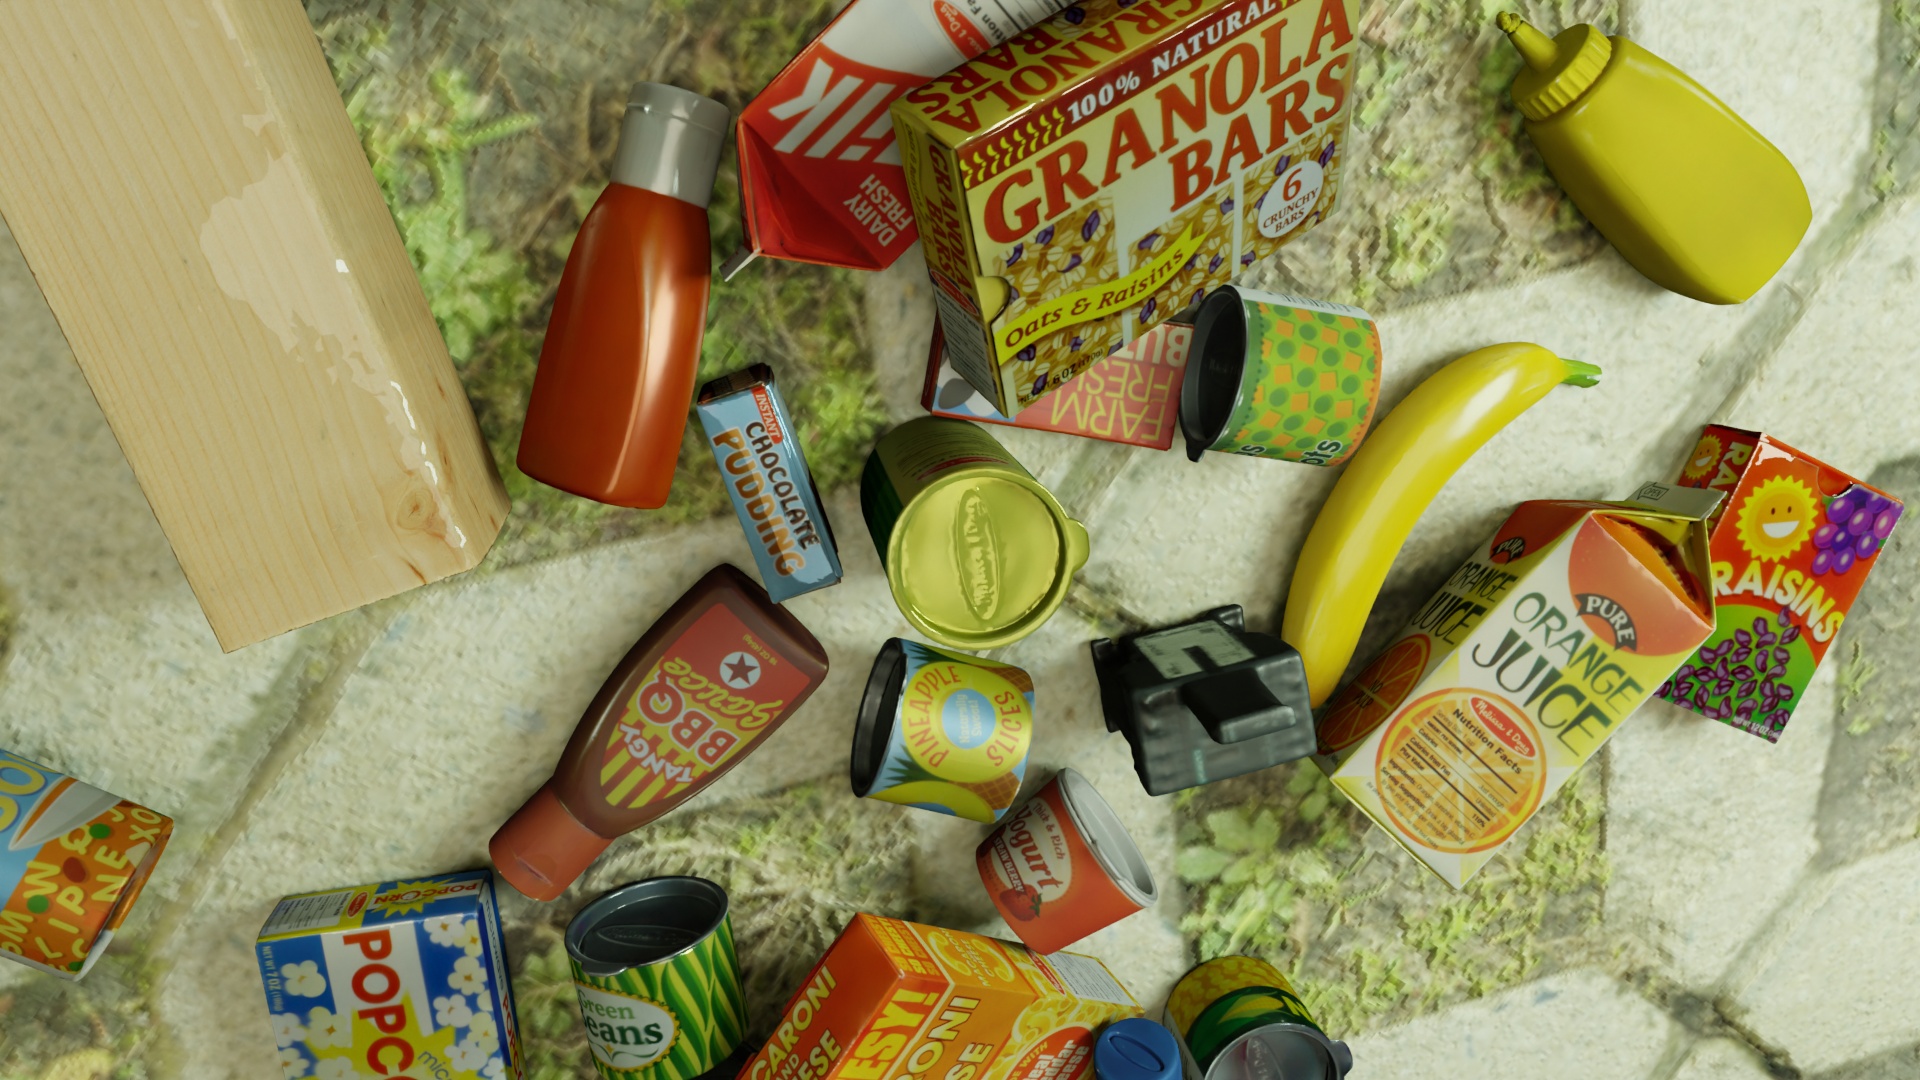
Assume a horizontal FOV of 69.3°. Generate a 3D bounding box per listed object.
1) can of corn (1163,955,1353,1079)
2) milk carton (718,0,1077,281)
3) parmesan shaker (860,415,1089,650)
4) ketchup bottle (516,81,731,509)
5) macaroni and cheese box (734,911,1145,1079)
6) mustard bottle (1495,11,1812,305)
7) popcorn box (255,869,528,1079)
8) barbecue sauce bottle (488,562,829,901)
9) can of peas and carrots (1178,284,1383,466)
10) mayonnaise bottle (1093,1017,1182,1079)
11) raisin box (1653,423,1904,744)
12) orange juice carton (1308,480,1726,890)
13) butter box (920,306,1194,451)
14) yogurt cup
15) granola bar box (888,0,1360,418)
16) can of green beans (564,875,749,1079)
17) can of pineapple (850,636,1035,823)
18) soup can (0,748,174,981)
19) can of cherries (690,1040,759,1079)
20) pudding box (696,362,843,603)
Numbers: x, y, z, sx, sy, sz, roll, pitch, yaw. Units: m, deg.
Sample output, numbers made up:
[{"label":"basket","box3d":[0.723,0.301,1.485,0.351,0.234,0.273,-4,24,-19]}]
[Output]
[{"label":"can of corn","box3d":[0.134,0.232,0.634,0.071,0.058,0.071,-2,105,-9]},{"label":"milk carton","box3d":[-0.018,-0.162,0.499,0.190,0.072,0.073,-44,107,2]},{"label":"parmesan shaker","box3d":[0.002,-0.007,0.526,0.071,0.103,0.071,-2,105,-9]},{"label":"ketchup bottle","box3d":[-0.119,-0.089,0.507,0.043,0.065,0.148,8,99,-54]},{"label":"macaroni and cheese box","box3d":[-0.014,0.224,0.577,0.166,0.040,0.123,28,99,-45]},{"label":"mustard bottle","box3d":[0.272,-0.163,0.562,0.160,0.049,0.065,36,95,-16]},{"label":"popcorn box","box3d":[-0.229,0.204,0.572,0.085,0.038,0.126,-7,105,-9]},{"label":"barbecue sauce bottle","box3d":[-0.125,0.081,0.557,0.148,0.044,0.065,-45,108,3]},{"label":"can of peas and carrots","box3d":[0.125,-0.062,0.553,0.059,0.071,0.070,7,103,-12]},{"label":"mayonnaise bottle","box3d":[0.083,0.274,0.616,0.041,0.065,0.147,-34,129,-34]},{"label":"raisin box","box3d":[0.354,0.020,0.629,0.086,0.040,0.123,21,99,-14]},{"label":"orange juice carton","box3d":[0.240,0.048,0.590,0.073,0.072,0.192,42,94,-1]},{"label":"butter box","box3d":[0.039,-0.070,0.557,0.103,0.024,0.053,8,102,-12]},{"label":"yogurt cup","box3d":[0.043,0.139,0.592,0.054,0.072,0.072,-37,108,9]},{"label":"granola bar box","box3d":[0.064,-0.132,0.487,0.166,0.039,0.123,-33,145,-14]},{"label":"can of green beans","box3d":[-0.124,0.180,0.570,0.071,0.071,0.057,-9,106,-8]},{"label":"can of pineapple","box3d":[-0.007,0.077,0.563,0.058,0.071,0.071,15,102,-14]},{"label":"soup can","box3d":[-0.349,0.114,0.514,0.084,0.071,0.071,29,98,-16]},{"label":"can of cherries","box3d":[-0.117,0.249,0.592,0.071,0.071,0.058,29,99,-16]},{"label":"pudding box","box3d":[-0.073,-0.023,0.536,0.030,0.050,0.083,-20,107,-3]}]
